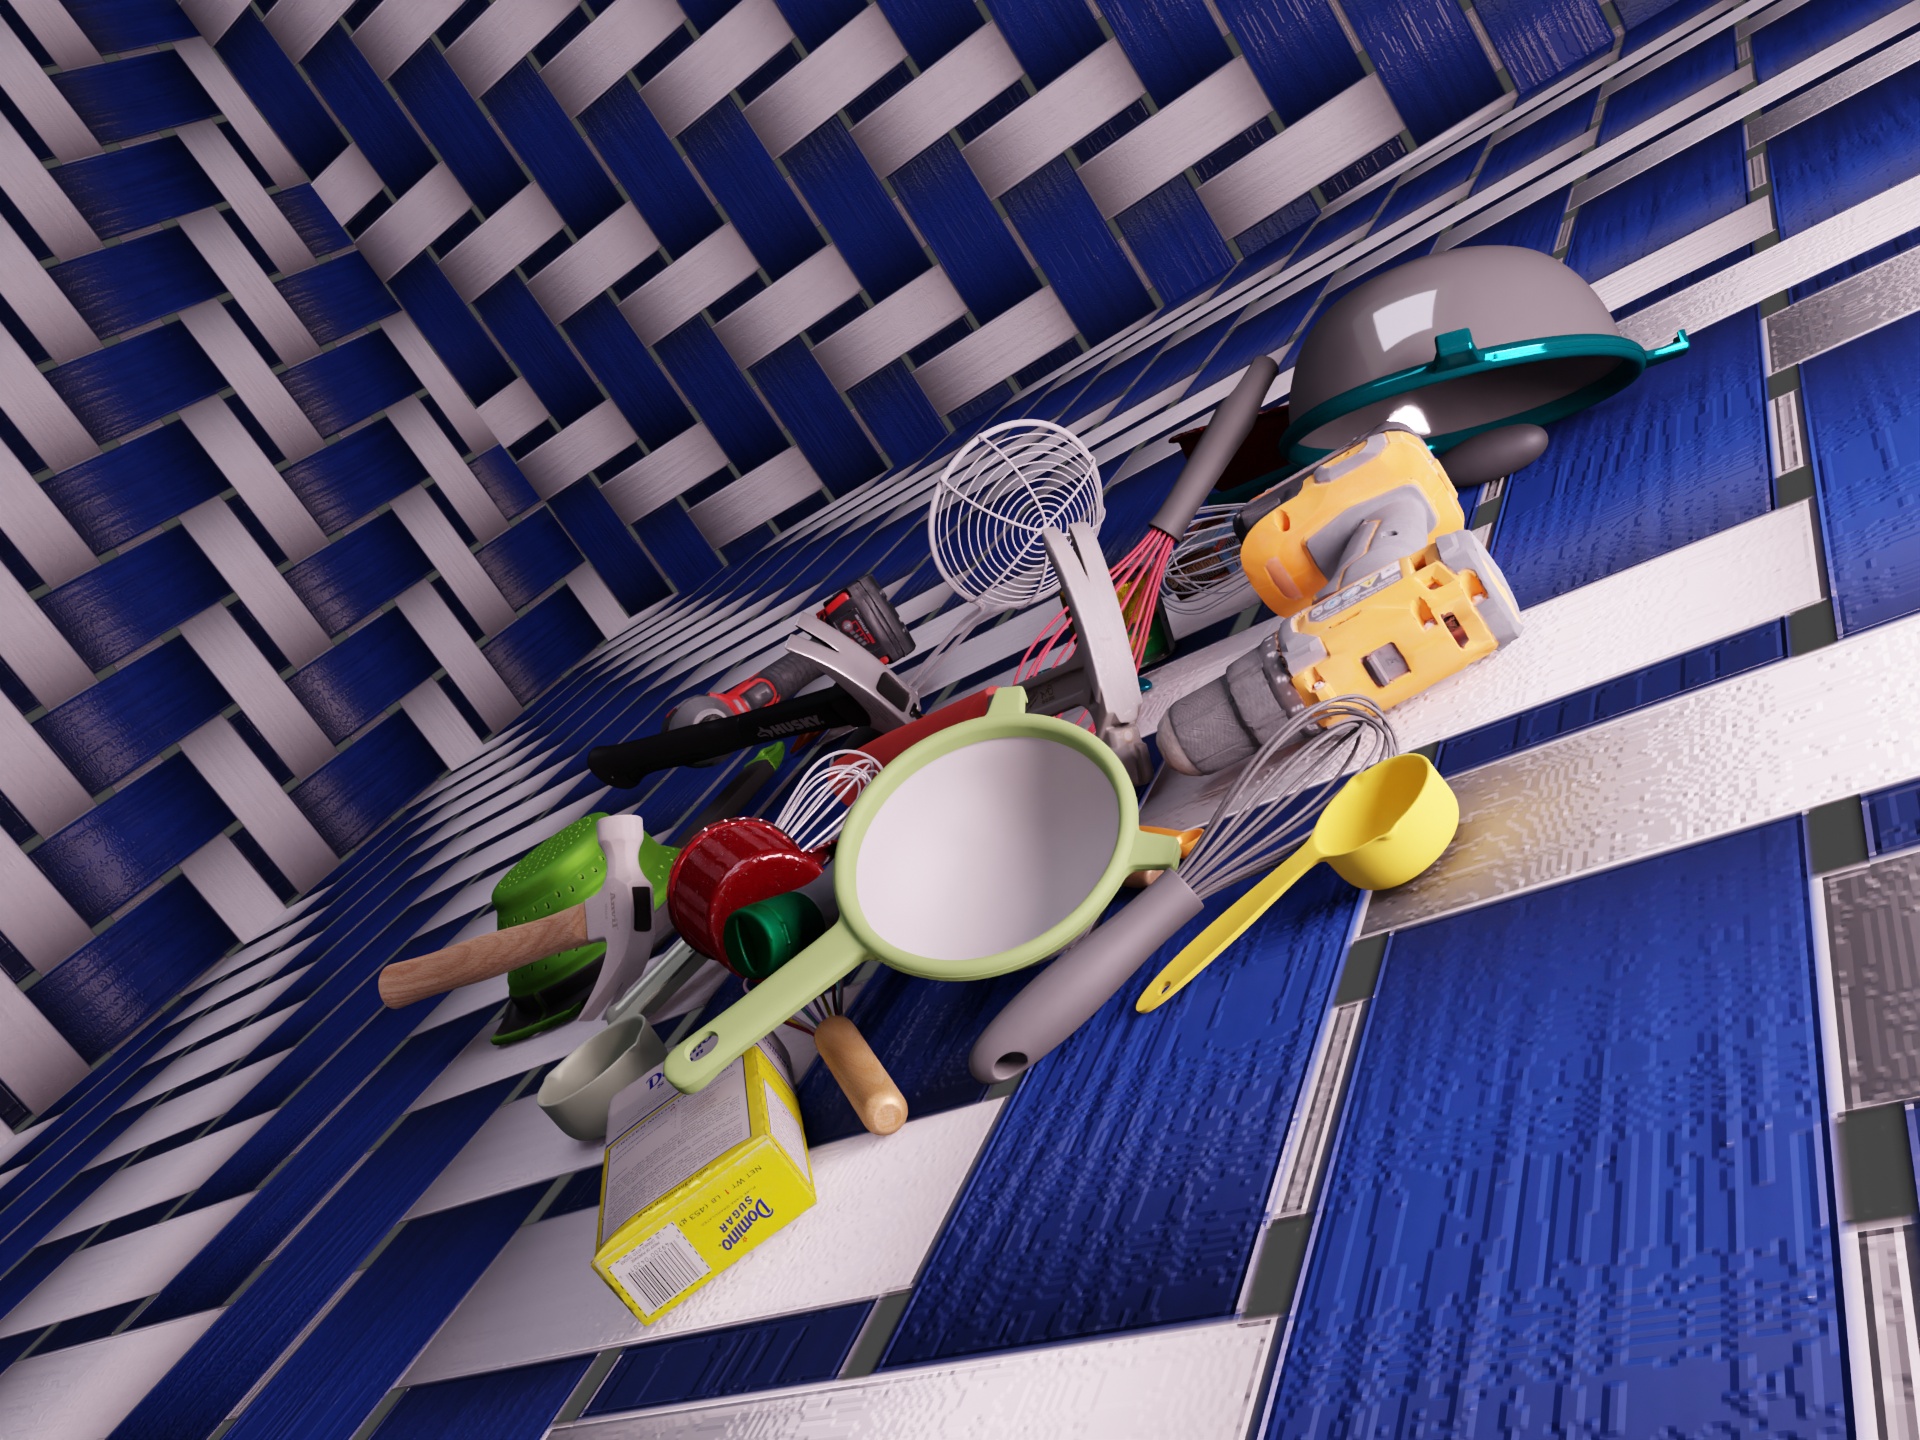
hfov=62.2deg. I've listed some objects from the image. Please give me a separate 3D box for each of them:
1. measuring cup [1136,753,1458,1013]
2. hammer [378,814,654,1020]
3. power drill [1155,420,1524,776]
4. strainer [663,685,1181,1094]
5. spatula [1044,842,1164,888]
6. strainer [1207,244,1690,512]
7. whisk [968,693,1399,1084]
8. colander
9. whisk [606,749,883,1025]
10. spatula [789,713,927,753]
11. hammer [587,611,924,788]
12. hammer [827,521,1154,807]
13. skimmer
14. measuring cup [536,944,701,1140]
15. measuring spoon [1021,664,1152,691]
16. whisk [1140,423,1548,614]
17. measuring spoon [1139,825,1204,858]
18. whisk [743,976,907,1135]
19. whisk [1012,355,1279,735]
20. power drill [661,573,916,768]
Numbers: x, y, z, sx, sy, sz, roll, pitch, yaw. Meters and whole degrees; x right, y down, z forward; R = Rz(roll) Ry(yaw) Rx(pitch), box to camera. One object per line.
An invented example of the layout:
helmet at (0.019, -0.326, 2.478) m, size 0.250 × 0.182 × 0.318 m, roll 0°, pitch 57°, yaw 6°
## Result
measuring cup at (0.136, 0.075, 0.646) m, size 0.156 × 0.029 × 0.062 m, roll -43°, pitch 13°, yaw 13°
hammer at (-0.330, 0.170, 1.157) m, size 0.331 × 0.130 × 0.031 m, roll -21°, pitch -19°, yaw 39°
power drill at (0.192, -0.062, 0.851) m, size 0.185 × 0.084 × 0.226 m, roll -30°, pitch 19°, yaw 22°
strainer at (-0.023, 0.105, 0.761) m, size 0.256 × 0.069 × 0.152 m, roll -37°, pitch 46°, yaw -8°
spatula at (0.020, 0.076, 0.893) m, size 0.082 × 0.044 × 0.318 m, roll -38°, pitch 19°, yaw -22°
strainer at (0.257, -0.215, 1.000) m, size 0.211 × 0.095 × 0.340 m, roll -8°, pitch -4°, yaw -29°
whisk at (0.097, 0.075, 0.685) m, size 0.239 × 0.055 × 0.055 m, roll -40°, pitch 15°, yaw -5°
colander at (-0.265, 0.098, 1.308) m, size 0.204 × 0.094 × 0.397 m, roll -24°, pitch 18°, yaw 35°
whisk at (-0.141, 0.114, 1.052) m, size 0.246 × 0.059 × 0.057 m, roll -45°, pitch -12°, yaw -10°
spatula at (-0.069, 0.004, 1.330) m, size 0.081 × 0.041 × 0.323 m, roll -38°, pitch 19°, yaw -18°
hammer at (-0.176, 0.006, 1.225) m, size 0.335 × 0.146 × 0.035 m, roll -13°, pitch 42°, yaw 39°
hammer at (-0.002, -0.003, 1.010) m, size 0.036 × 0.149 × 0.359 m, roll -12°, pitch -5°, yaw -30°
skimmer at (-0.019, -0.072, 1.150) m, size 0.127 × 0.090 × 0.363 m, roll 5°, pitch -30°, yaw -27°
measuring cup at (-0.187, 0.189, 0.957) m, size 0.083 × 0.038 × 0.168 m, roll -25°, pitch 15°, yaw 32°
measuring spoon at (0.088, -0.019, 1.072) m, size 0.042 × 0.021 × 0.129 m, roll -28°, pitch 19°, yaw -28°
whisk at (0.239, -0.133, 1.030) m, size 0.284 × 0.070 × 0.070 m, roll -17°, pitch 21°, yaw 35°
measuring spoon at (0.091, 0.063, 0.805) m, size 0.021 × 0.011 × 0.117 m, roll -29°, pitch 8°, yaw -21°
whisk at (-0.068, 0.156, 0.805) m, size 0.047 × 0.051 × 0.245 m, roll -58°, pitch 20°, yaw -1°
whisk at (0.117, -0.100, 0.995) m, size 0.296 × 0.073 × 0.073 m, roll -59°, pitch 15°, yaw 0°
power drill at (-0.155, -0.034, 1.370) m, size 0.219 × 0.078 × 0.143 m, roll -34°, pitch 6°, yaw -15°
